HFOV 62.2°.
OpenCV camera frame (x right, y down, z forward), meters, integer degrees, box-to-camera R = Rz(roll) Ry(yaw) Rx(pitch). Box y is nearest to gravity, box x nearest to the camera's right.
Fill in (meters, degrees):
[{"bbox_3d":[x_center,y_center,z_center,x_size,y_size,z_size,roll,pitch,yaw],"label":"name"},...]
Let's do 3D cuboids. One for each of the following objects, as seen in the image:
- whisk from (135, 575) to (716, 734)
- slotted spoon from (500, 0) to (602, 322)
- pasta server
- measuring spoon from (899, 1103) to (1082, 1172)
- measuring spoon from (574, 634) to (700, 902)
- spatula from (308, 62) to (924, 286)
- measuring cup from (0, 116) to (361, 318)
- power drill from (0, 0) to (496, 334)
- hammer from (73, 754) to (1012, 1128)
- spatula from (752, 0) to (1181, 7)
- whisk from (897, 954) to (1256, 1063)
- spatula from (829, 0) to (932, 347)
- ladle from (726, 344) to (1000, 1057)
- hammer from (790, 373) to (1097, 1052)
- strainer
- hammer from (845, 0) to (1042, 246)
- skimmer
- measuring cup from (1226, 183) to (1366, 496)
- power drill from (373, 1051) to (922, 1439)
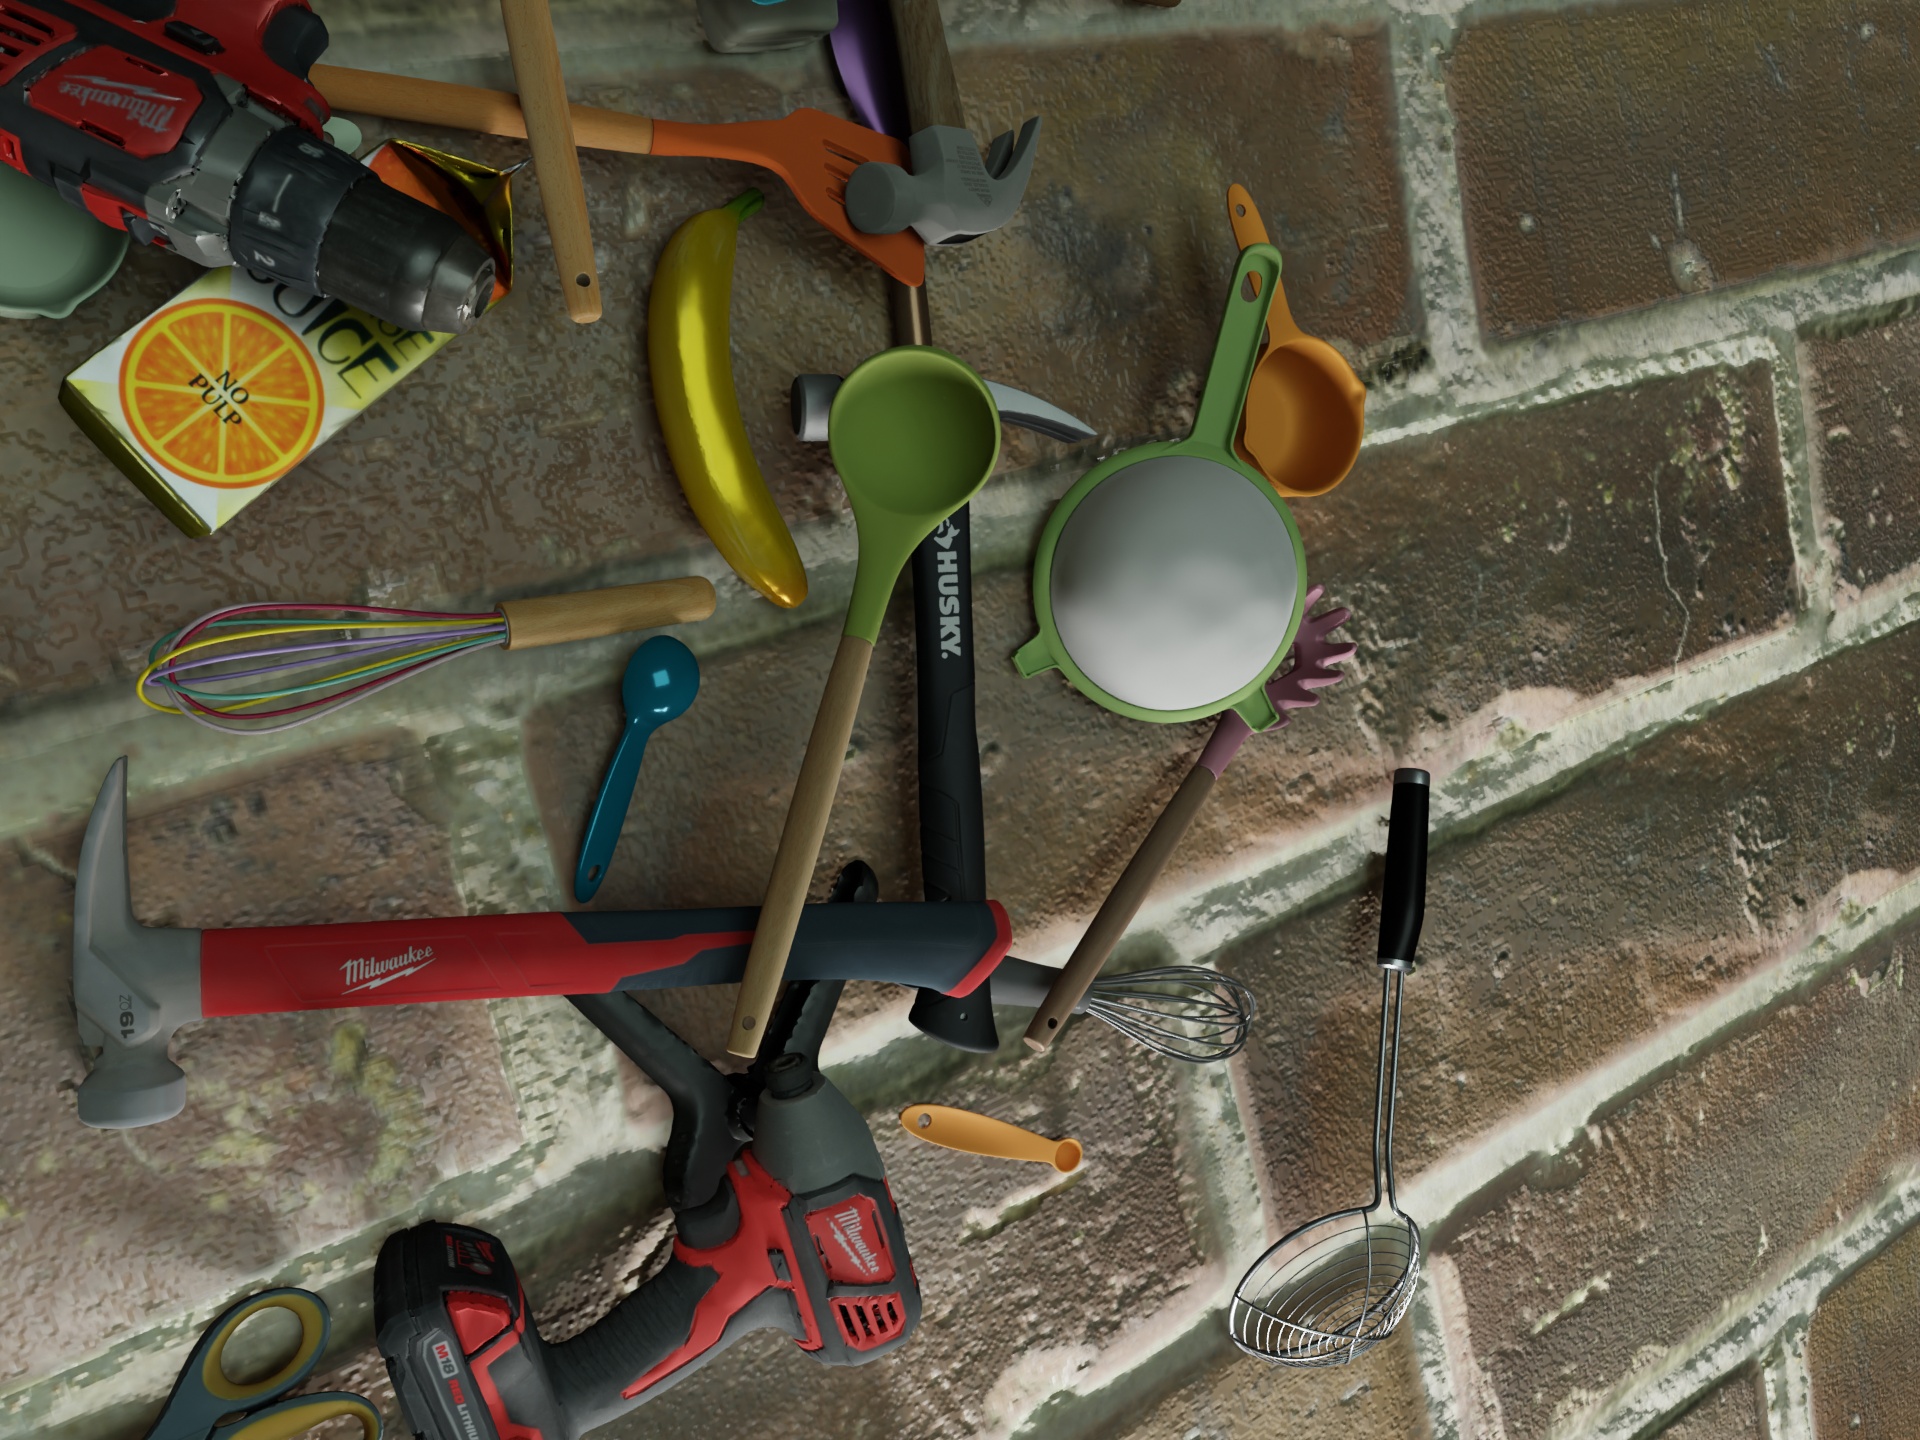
[{"bbox_3d":[-0.218,-0.036,0.679,0.245,0.051,0.047,-12,125,-34],"label":"whisk"},{"bbox_3d":[-0.181,-0.318,0.651,0.070,0.031,0.314,-11,90,-22],"label":"slotted spoon"},{"bbox_3d":[0.124,0.048,0.866,0.060,0.040,0.316,41,64,-10],"label":"pasta server"},{"bbox_3d":[0.016,0.223,0.853,0.116,0.011,0.021,21,83,-27],"label":"measuring spoon"},{"bbox_3d":[-0.146,0.024,0.725,0.042,0.021,0.128,23,85,-61],"label":"measuring spoon"},{"bbox_3d":[-0.160,-0.250,0.688,0.322,0.041,0.081,1,72,-22],"label":"spatula"},{"bbox_3d":[-0.313,-0.203,0.607,0.167,0.038,0.083,-26,106,-29],"label":"measuring cup"},{"bbox_3d":[-0.222,-0.259,0.570,0.188,0.080,0.227,25,75,-7],"label":"power drill"},{"bbox_3d":[-0.161,0.084,0.683,0.386,0.038,0.143,0,93,-21],"label":"hammer"},{"bbox_3d":[0.014,-0.363,0.750,0.317,0.044,0.082,-18,95,-51],"label":"spatula"},{"bbox_3d":[0.062,0.147,0.856,0.238,0.055,0.055,14,86,-26],"label":"whisk"},{"bbox_3d":[-0.029,-0.233,0.785,0.059,0.018,0.316,-11,98,-36],"label":"spatula"},{"bbox_3d":[-0.052,-0.013,0.691,0.078,0.062,0.320,15,78,0],"label":"ladle"},{"bbox_3d":[-0.001,-0.002,0.780,0.146,0.035,0.335,-4,94,-17],"label":"hammer"},{"bbox_3d":[0.130,-0.120,0.817,0.151,0.069,0.256,13,97,-10],"label":"strainer"},{"bbox_3d":[-0.032,-0.390,0.747,0.130,0.031,0.331,-16,96,-50],"label":"hammer"},{"bbox_3d":[0.237,0.209,0.972,0.127,0.090,0.363,16,75,-30],"label":"skimmer"},{"bbox_3d":[0.163,-0.207,0.885,0.095,0.052,0.173,-27,105,-26],"label":"measuring cup"},{"bbox_3d":[-0.133,0.242,0.697,0.219,0.079,0.143,-18,104,-17],"label":"power drill"}]
